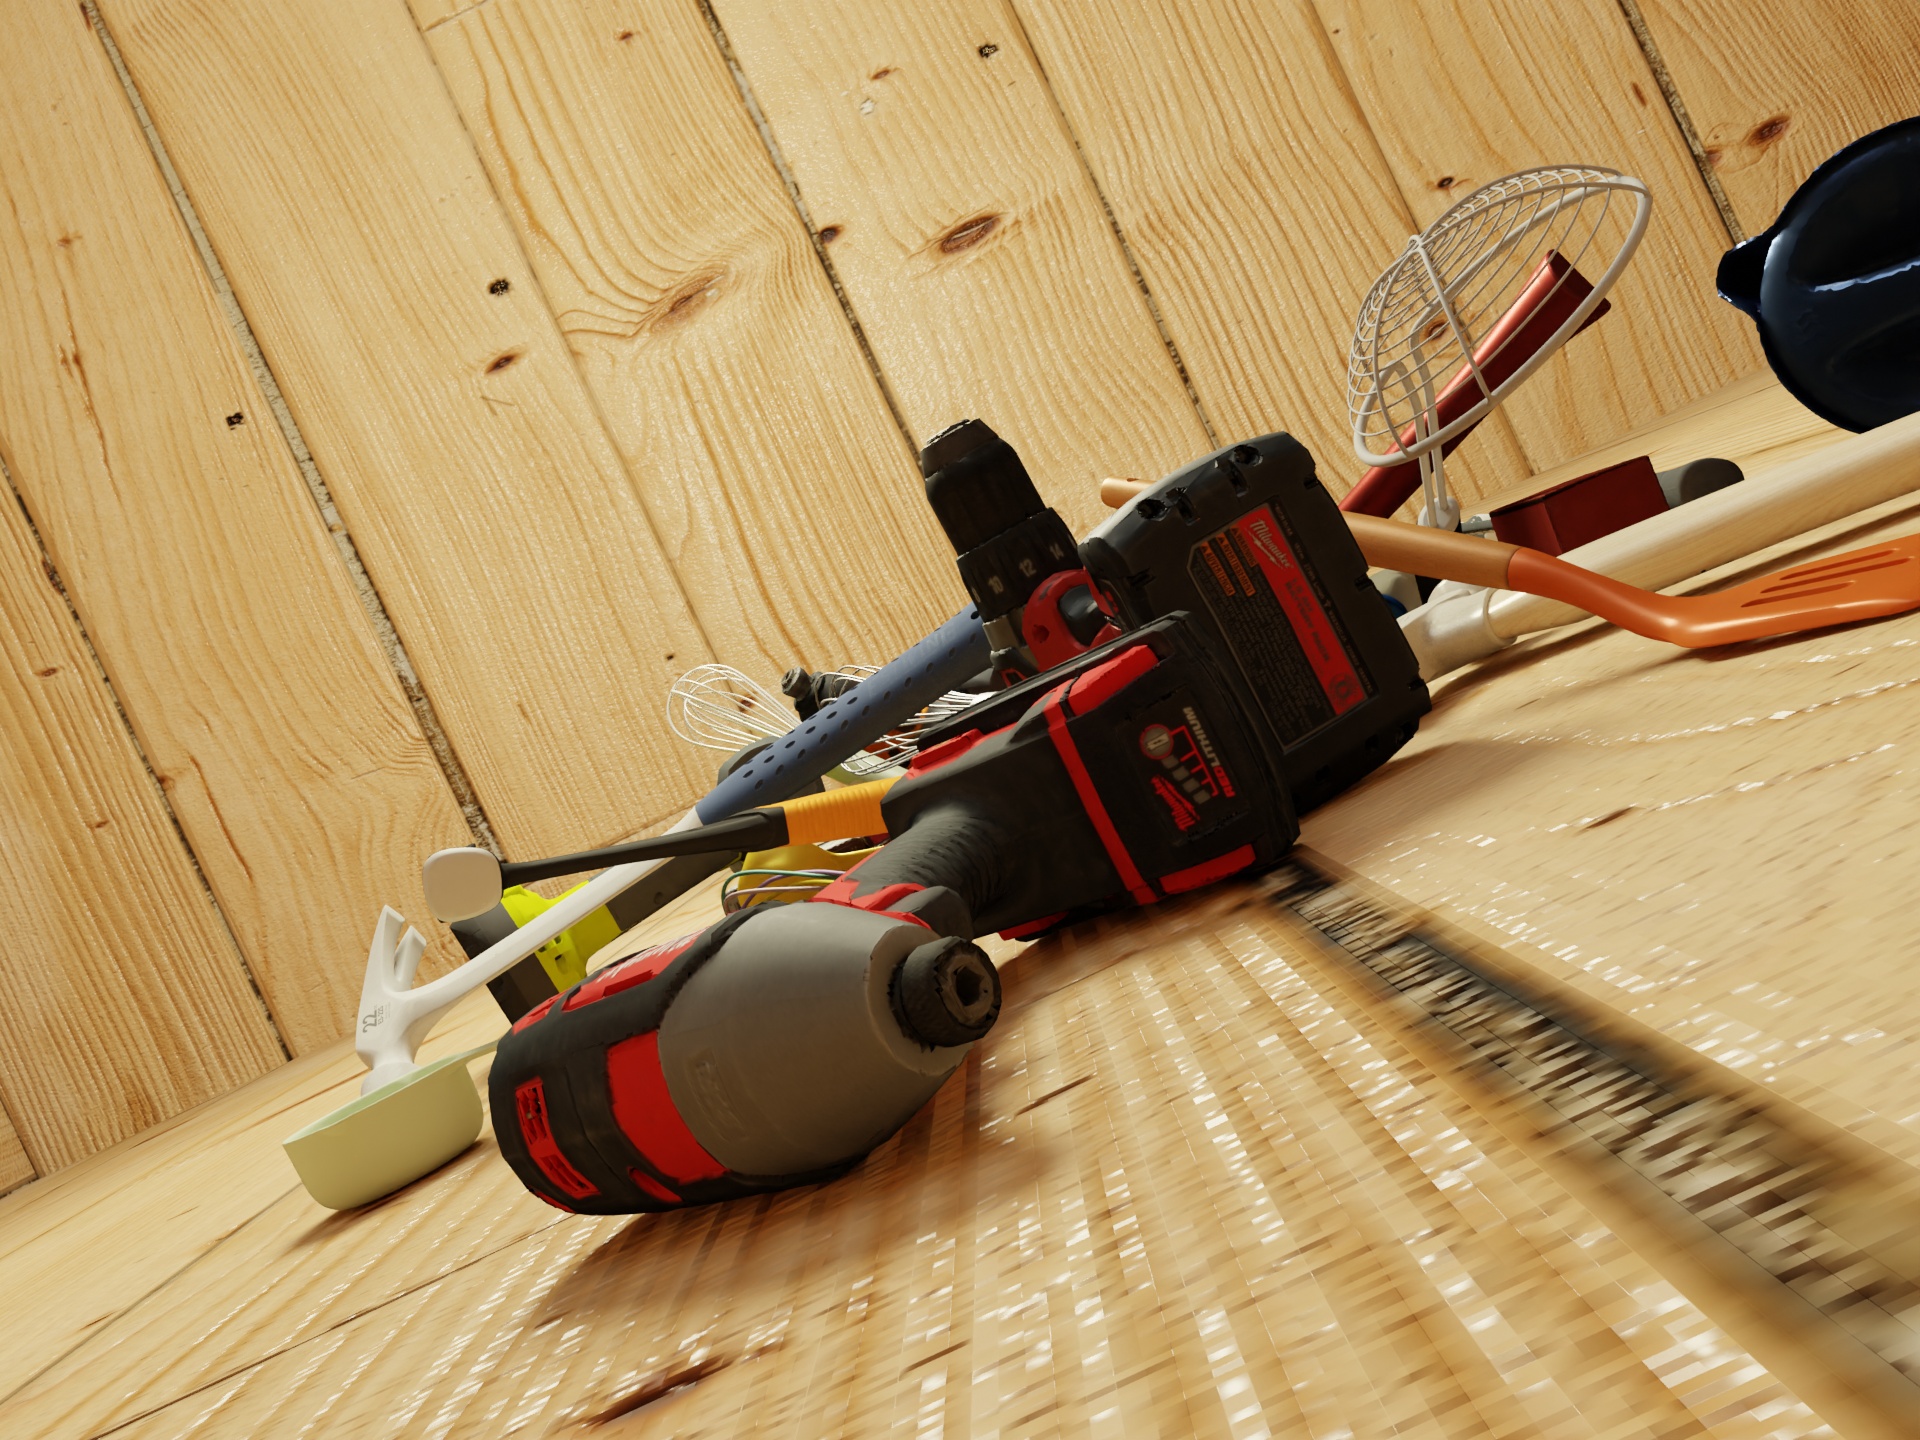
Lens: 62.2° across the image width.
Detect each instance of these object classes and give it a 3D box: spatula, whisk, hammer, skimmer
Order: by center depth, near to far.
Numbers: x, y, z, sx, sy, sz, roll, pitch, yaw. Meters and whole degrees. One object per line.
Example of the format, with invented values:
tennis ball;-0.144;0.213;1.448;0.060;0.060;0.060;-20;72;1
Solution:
spatula;0.167;-0.064;0.538;0.081;0.041;0.323;-26;30;-35
hammer;0.332;-0.093;0.538;0.410;0.038;0.146;-24;3;35
skimmer;0.225;-0.098;0.674;0.127;0.090;0.363;-53;-27;-5
whisk;-0.037;0.076;0.724;0.047;0.051;0.245;-18;-1;-44
hammer;-0.073;0.048;0.749;0.337;0.034;0.127;-9;-2;-13
hammer;0.192;-0.094;0.816;0.149;0.037;0.359;-31;-15;-38
hammer;-0.145;0.055;0.832;0.405;0.035;0.144;-34;38;1
whisk;-0.001;-0.002;0.874;0.070;0.070;0.285;-26;13;-33
hammer;0.347;-0.125;0.981;0.149;0.036;0.409;0;3;-5
whisk;-0.092;0.022;1.040;0.059;0.246;0.057;-62;-24;-13

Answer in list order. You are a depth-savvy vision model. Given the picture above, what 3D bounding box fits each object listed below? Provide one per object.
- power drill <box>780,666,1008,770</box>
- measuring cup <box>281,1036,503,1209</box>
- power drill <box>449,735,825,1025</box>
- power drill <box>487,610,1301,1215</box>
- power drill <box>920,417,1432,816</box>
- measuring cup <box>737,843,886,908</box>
power drill;-0.011;-0.006;1.043;0.226;0.164;0.084;-22;40;53
measuring cup;-0.193;0.153;0.655;0.167;0.038;0.083;-23;1;2
power drill;-0.191;0.104;0.994;0.228;0.080;0.190;-33;-7;-18
power drill;-0.004;0.048;0.419;0.143;0.078;0.219;-25;4;40
power drill;0.061;-0.046;0.610;0.080;0.188;0.227;-30;6;-14
measuring cup;-0.047;0.082;0.814;0.156;0.062;0.029;-11;38;27
